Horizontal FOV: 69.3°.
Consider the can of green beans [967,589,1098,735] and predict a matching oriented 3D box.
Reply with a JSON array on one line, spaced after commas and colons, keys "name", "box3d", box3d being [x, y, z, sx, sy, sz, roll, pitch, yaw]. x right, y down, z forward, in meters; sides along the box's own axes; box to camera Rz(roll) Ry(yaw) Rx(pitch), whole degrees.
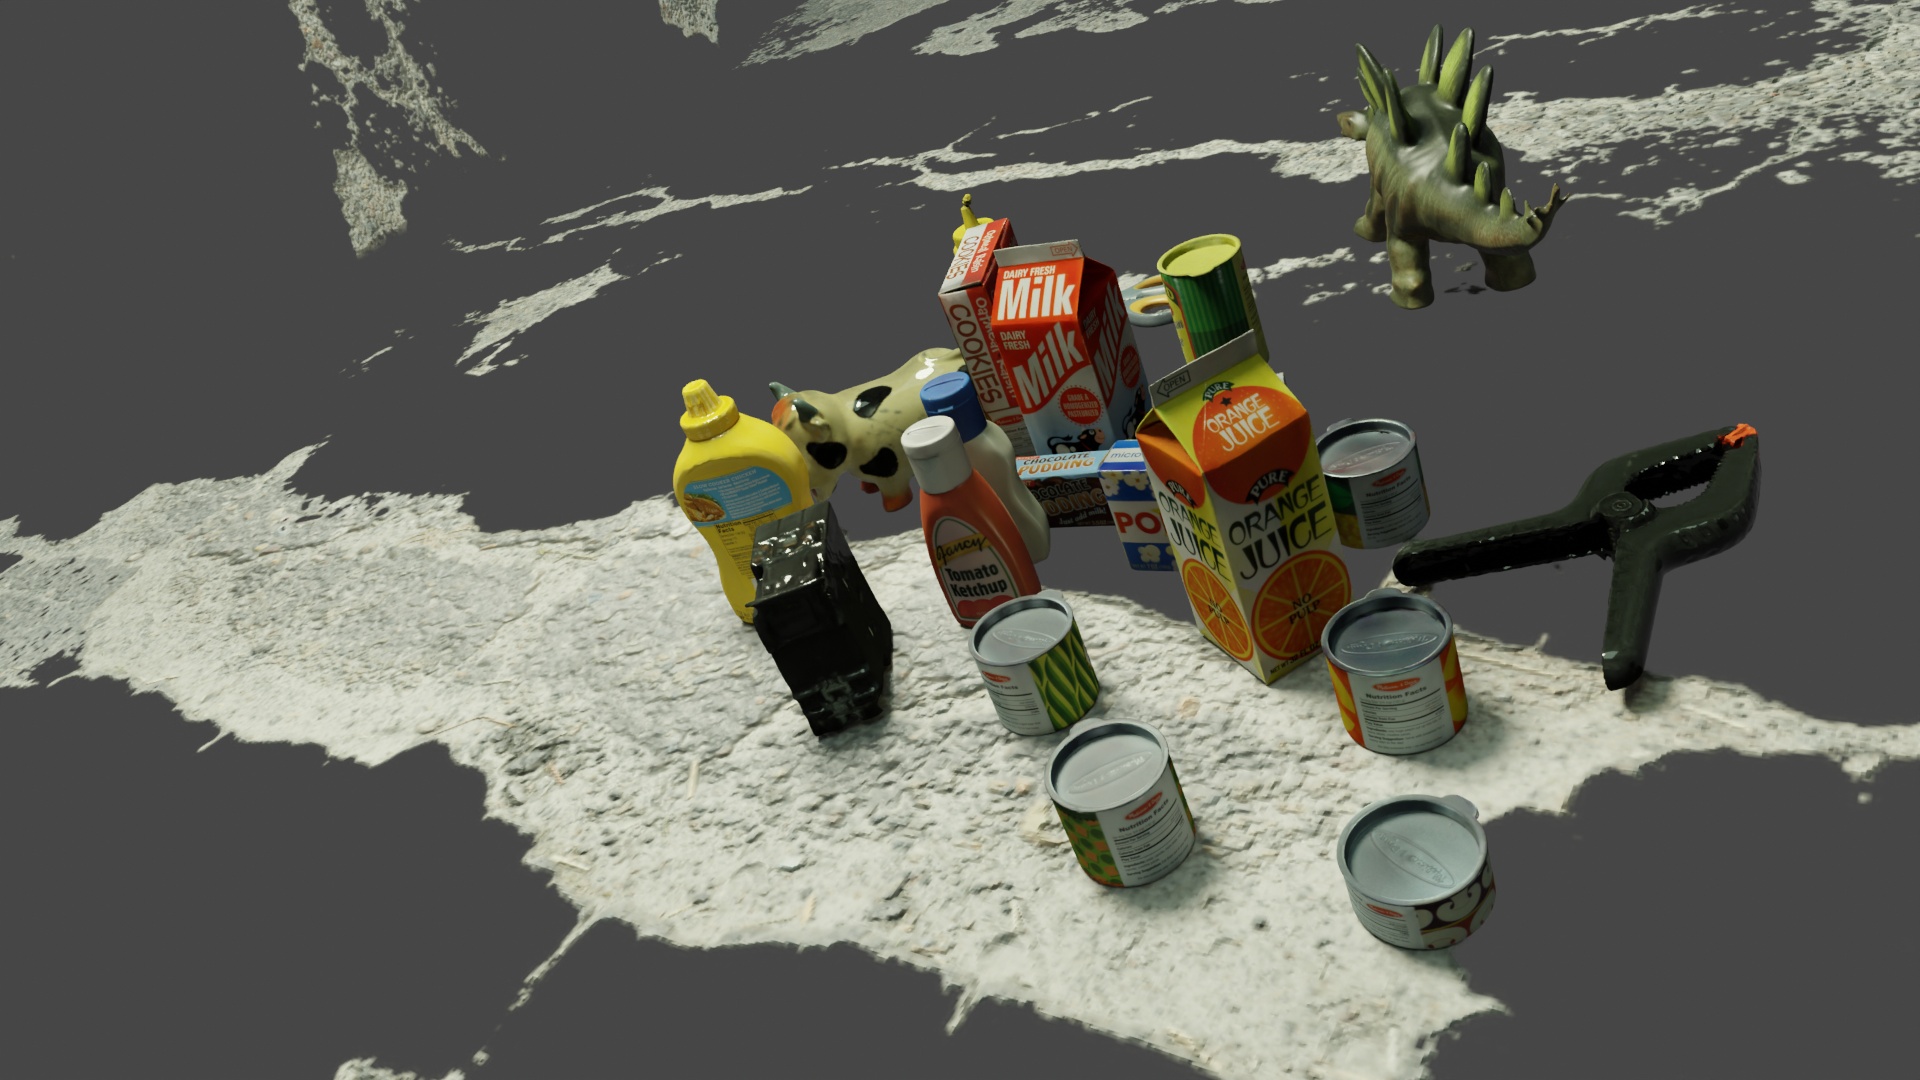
[{"name": "can of green beans", "box3d": [0.045, 0.075, 0.841, 0.071, 0.057, 0.071, -16, 31, 10]}]

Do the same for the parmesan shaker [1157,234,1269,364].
[{"name": "parmesan shaker", "box3d": [0.201, -0.180, 1.102, 0.071, 0.102, 0.071, -17, 30, 10]}]

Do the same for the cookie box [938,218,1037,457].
[{"name": "cookie box", "box3d": [0.039, -0.154, 1.102, 0.040, 0.166, 0.123, -11, 32, 19]}]

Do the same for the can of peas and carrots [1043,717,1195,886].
[{"name": "can of peas and carrots", "box3d": [0.082, 0.135, 0.721, 0.071, 0.058, 0.071, -17, 31, 10]}]

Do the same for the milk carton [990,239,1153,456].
[{"name": "milk carton", "box3d": [0.083, -0.130, 1.012, 0.072, 0.189, 0.074, 0, 37, 33]}]

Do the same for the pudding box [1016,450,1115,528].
[{"name": "pudding box", "box3d": [0.077, -0.037, 1.007, 0.083, 0.049, 0.030, -2, 36, 31]}]

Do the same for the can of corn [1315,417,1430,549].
[{"name": "can of corn", "box3d": [0.259, -0.037, 0.880, 0.071, 0.058, 0.071, -16, 31, 10]}]

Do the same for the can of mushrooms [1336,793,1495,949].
[{"name": "can of mushrooms", "box3d": [0.211, 0.150, 0.637, 0.071, 0.033, 0.071, -16, 31, 10]}]

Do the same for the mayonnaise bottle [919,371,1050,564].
[{"name": "mayonnaise bottle", "box3d": [0.014, -0.046, 0.965, 0.065, 0.147, 0.041, -14, 31, 15]}]

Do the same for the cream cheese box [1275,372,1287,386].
[{"name": "cream cheese box", "box3d": [0.221, -0.069, 0.960, 0.024, 0.053, 0.104, -13, 31, 16]}]

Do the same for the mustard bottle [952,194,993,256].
[{"name": "mustard bottle", "box3d": [0.027, -0.237, 1.250, 0.049, 0.159, 0.065, -25, 30, -4]}]

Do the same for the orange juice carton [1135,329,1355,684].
[{"name": "orange juice carton", "box3d": [0.160, -0.022, 0.787, 0.072, 0.192, 0.073, -29, 31, -11]}]

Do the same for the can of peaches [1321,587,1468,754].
[{"name": "can of peaches", "box3d": [0.229, 0.068, 0.731, 0.071, 0.057, 0.071, -16, 31, 10]}]

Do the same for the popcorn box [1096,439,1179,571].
[{"name": "popcorn box", "box3d": [0.160, -0.023, 0.895, 0.126, 0.085, 0.038, 0, 37, 34]}]

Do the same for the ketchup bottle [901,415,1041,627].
[{"name": "ketchup bottle", "box3d": [0.003, -0.011, 0.917, 0.064, 0.148, 0.044, -8, 33, 24]}]
